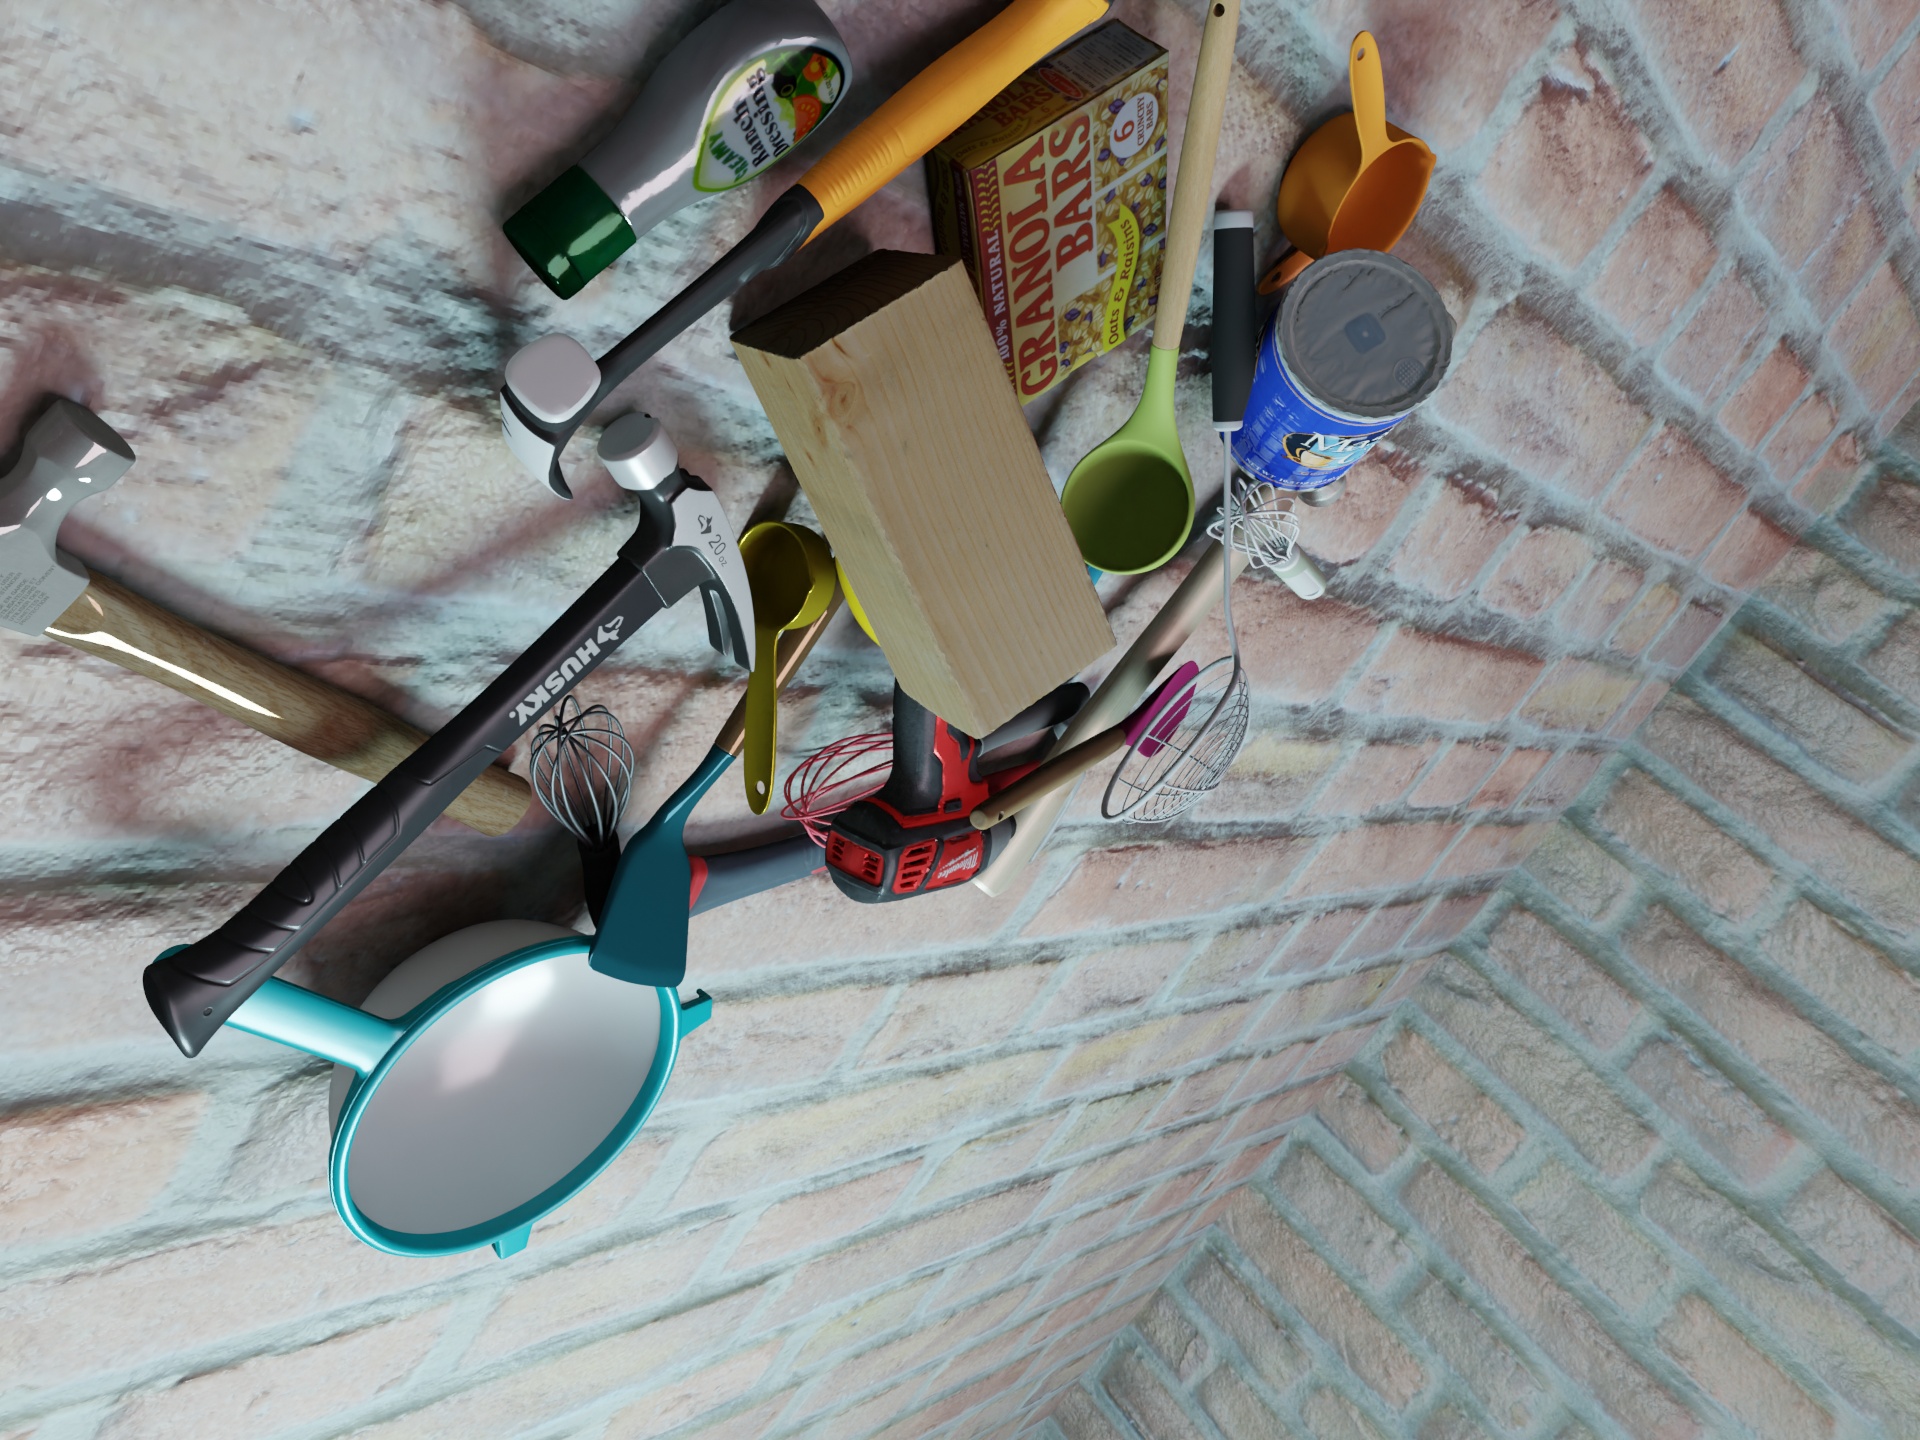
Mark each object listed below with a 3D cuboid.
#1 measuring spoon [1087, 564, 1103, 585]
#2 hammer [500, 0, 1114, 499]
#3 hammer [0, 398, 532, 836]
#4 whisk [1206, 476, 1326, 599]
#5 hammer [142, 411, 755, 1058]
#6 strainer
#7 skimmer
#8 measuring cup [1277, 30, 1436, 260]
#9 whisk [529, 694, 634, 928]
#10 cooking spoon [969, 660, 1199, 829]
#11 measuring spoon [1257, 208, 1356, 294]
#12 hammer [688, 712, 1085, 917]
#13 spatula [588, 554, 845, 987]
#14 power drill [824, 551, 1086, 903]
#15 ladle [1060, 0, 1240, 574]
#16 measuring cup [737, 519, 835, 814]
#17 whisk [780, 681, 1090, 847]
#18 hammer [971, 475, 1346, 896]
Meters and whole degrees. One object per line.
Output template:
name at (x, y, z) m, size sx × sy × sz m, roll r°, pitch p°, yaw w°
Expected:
measuring spoon at (0.090, -0.119, 1.061) m, size 0.042 × 0.021 × 0.128 m, roll -22°, pitch 153°, yaw -36°
hammer at (-0.059, -0.220, 0.676) m, size 0.337 × 0.034 × 0.127 m, roll -44°, pitch -174°, yaw -15°
hammer at (-0.293, -0.006, 0.682) m, size 0.130 × 0.031 × 0.331 m, roll -45°, pitch 152°, yaw 0°
whisk at (0.219, -0.115, 1.089) m, size 0.058 × 0.059 × 0.246 m, roll -19°, pitch 166°, yaw 20°
hammer at (-0.226, 0.019, 0.722) m, size 0.335 × 0.035 × 0.146 m, roll -47°, pitch 142°, yaw -17°
strainer at (-0.296, 0.162, 0.844) m, size 0.211 × 0.095 × 0.340 m, roll -51°, pitch 143°, yaw -4°
skimmer at (0.130, -0.115, 0.953) m, size 0.127 × 0.090 × 0.363 m, roll -80°, pitch 169°, yaw -76°
measuring cup at (0.218, -0.332, 0.907) m, size 0.095 × 0.052 × 0.173 m, roll -42°, pitch 150°, yaw -5°
whisk at (-0.203, 0.065, 0.885) m, size 0.055 × 0.055 × 0.238 m, roll -31°, pitch 154°, yaw -24°
cooking spoon at (0.090, 0.017, 1.029) m, size 0.319 × 0.017 × 0.068 m, roll -26°, pitch 135°, yaw -56°
measuring spoon at (0.230, -0.307, 1.001) m, size 0.117 × 0.011 × 0.021 m, roll -39°, pitch 151°, yaw -4°
hammer at (-0.056, 0.086, 1.108) m, size 0.386 × 0.038 × 0.143 m, roll -15°, pitch 142°, yaw -43°
spatula at (-0.107, 0.000, 0.875) m, size 0.317 × 0.044 × 0.082 m, roll -57°, pitch 147°, yaw 1°
power drill at (-0.002, -0.003, 0.945) m, size 0.143 × 0.079 × 0.219 m, roll -6°, pitch 113°, yaw -49°
ladle at (0.106, -0.215, 0.825) m, size 0.062 × 0.078 × 0.319 m, roll -48°, pitch 153°, yaw -43°
measuring cup at (-0.095, -0.027, 0.839) m, size 0.029 × 0.062 × 0.156 m, roll -10°, pitch 109°, yaw -52°
whisk at (-0.005, 0.020, 1.066) m, size 0.296 × 0.073 × 0.073 m, roll -23°, pitch 145°, yaw -45°
hammer at (0.131, -0.051, 1.117) m, size 0.410 × 0.038 × 0.146 m, roll -52°, pitch 153°, yaw -3°
